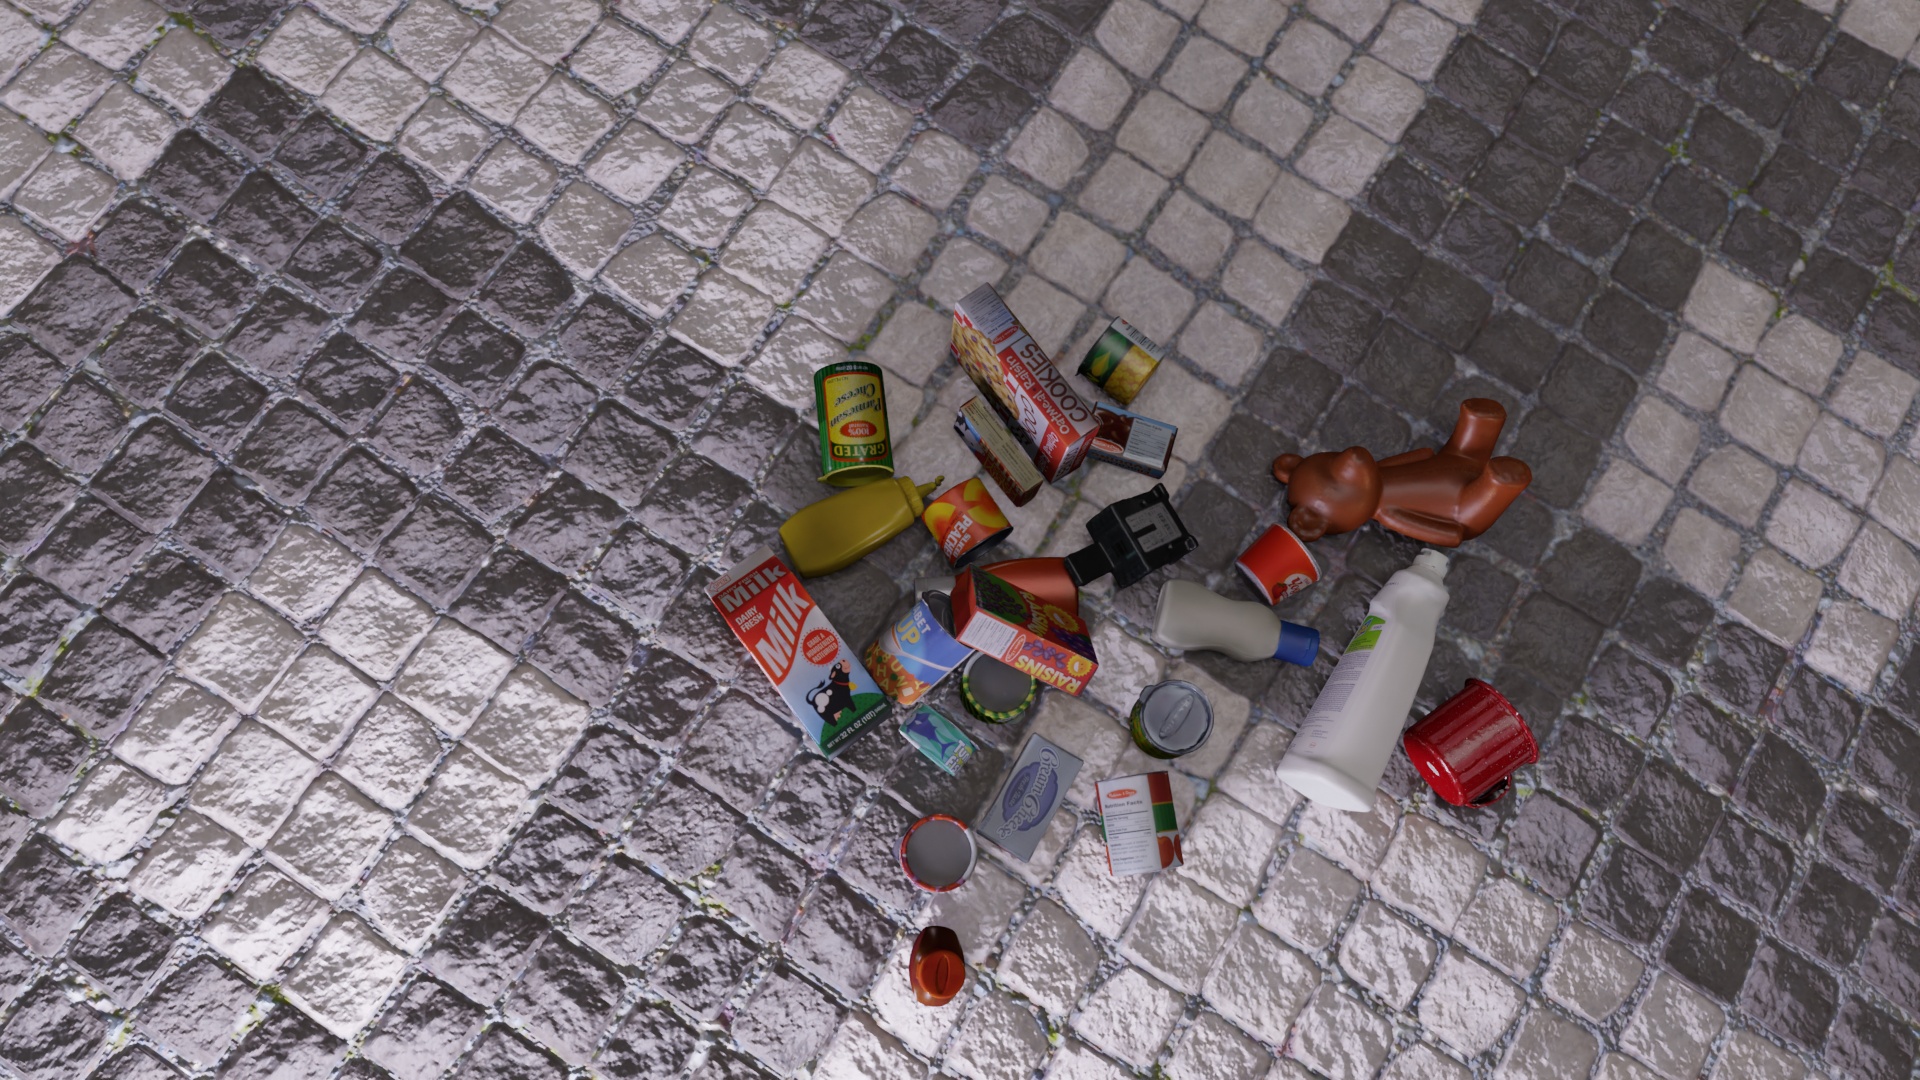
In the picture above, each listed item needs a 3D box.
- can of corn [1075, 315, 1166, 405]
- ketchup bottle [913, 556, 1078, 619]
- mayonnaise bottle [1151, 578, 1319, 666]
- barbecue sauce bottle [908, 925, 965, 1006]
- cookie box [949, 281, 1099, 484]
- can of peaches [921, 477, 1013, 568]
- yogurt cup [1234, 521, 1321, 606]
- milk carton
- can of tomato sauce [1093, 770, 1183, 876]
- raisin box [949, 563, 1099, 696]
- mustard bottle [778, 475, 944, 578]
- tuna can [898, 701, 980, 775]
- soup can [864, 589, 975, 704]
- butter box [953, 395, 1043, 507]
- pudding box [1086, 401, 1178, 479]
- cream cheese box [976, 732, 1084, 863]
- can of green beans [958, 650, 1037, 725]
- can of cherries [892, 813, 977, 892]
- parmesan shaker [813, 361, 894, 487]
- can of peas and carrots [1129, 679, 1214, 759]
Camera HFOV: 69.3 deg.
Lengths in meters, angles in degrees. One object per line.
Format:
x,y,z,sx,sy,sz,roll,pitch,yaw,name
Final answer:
0.153,-0.169,1.325,0.058,0.071,0.071,38,77,5,can of corn
0.032,0.049,1.270,0.149,0.043,0.064,-2,87,-4,ketchup bottle
0.254,0.082,1.281,0.148,0.041,0.065,15,77,-2,mayonnaise bottle
-0.019,0.350,1.137,0.044,0.148,0.065,8,76,-1,barbecue sauce bottle
0.057,-0.142,1.280,0.040,0.122,0.167,-35,81,-10,cookie box
0.005,-0.016,1.272,0.071,0.071,0.058,-31,80,-11,can of peaches
0.292,0.024,1.287,0.054,0.072,0.072,-37,81,-3,yogurt cup
-0.145,0.097,1.231,0.072,0.073,0.191,-35,81,-11,milk carton
0.158,0.248,1.220,0.071,0.071,0.083,-7,77,-6,can of tomato sauce
0.054,0.078,1.209,0.123,0.086,0.040,26,109,-16,raisin box
-0.085,-0.021,1.277,0.160,0.048,0.065,-25,80,-11,mustard bottle
-0.018,0.176,1.223,0.071,0.071,0.033,39,78,6,tuna can
-0.035,0.093,1.226,0.083,0.071,0.071,-43,81,19,soup can
0.035,-0.082,1.300,0.024,0.053,0.103,-36,82,-14,butter box
0.160,-0.096,1.324,0.084,0.030,0.050,18,77,0,pudding box
0.062,0.228,1.238,0.053,0.024,0.104,31,76,3,cream cheese box
0.033,0.129,1.243,0.071,0.057,0.071,1,76,-4,can of green beans
-0.022,0.271,1.203,0.071,0.058,0.071,1,76,-4,can of cherries
-0.102,-0.108,1.289,0.071,0.071,0.103,-6,77,-6,parmesan shaker
0.186,0.160,1.246,0.071,0.058,0.071,1,76,-3,can of peas and carrots
